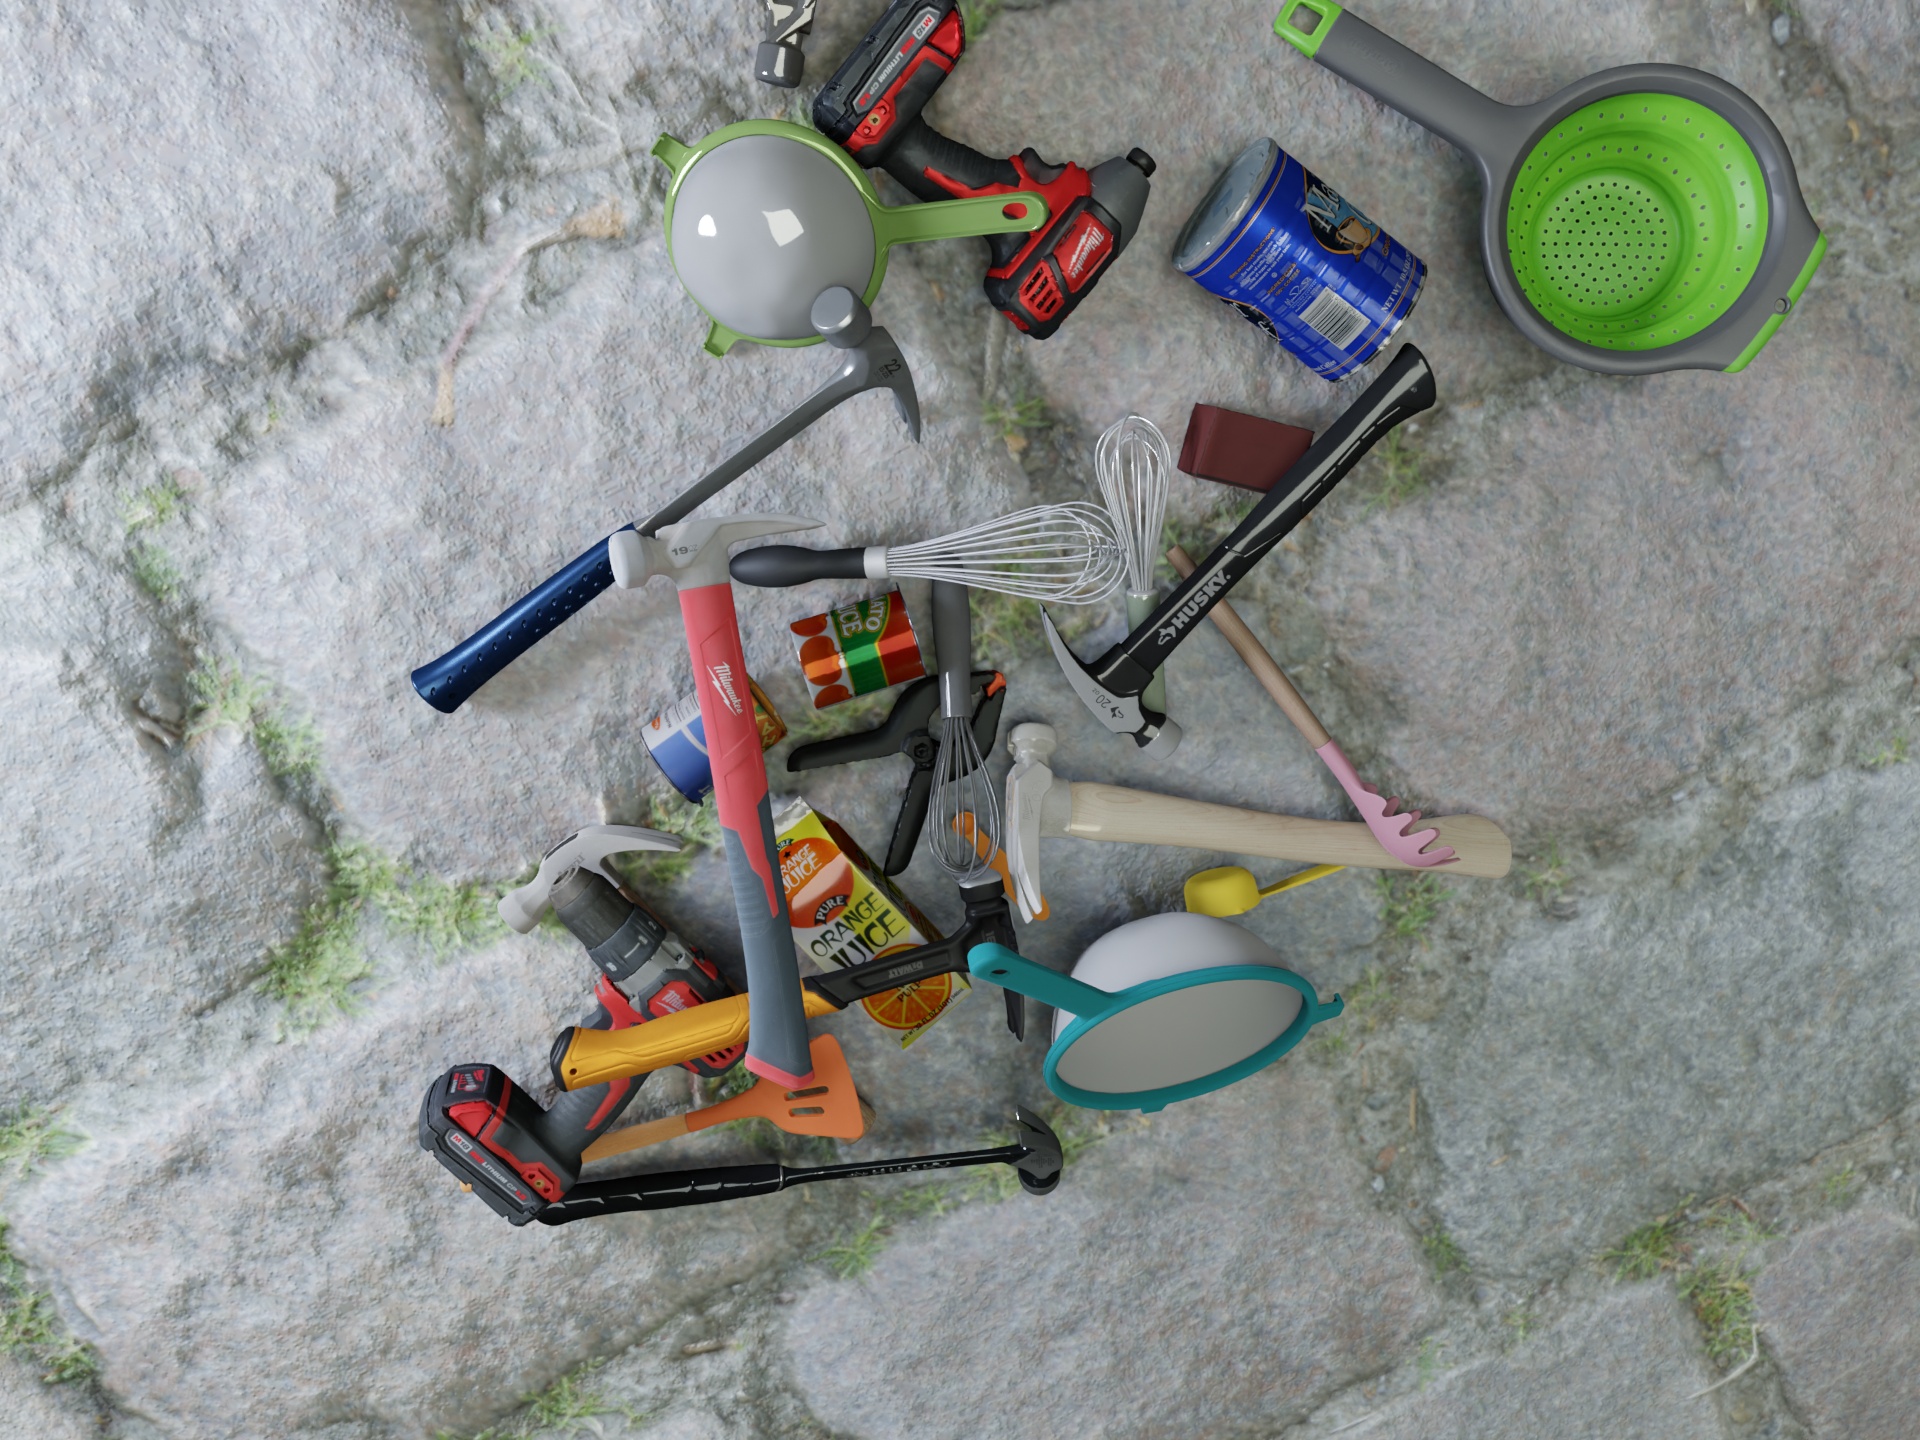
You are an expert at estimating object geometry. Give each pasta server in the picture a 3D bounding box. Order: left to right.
[{"bbox_3d":[0.260,-0.009,1.185,0.040,0.060,0.316,-38,95,11],"label":"pasta server"}]

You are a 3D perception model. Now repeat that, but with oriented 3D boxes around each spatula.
[{"bbox_3d":[-0.230,0.312,1.202,0.322,0.041,0.081,-17,90,5],"label":"spatula"}]

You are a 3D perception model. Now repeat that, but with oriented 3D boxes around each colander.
[{"bbox_3d":[0.391,-0.384,1.111,0.397,0.094,0.204,33,99,3],"label":"colander"}]

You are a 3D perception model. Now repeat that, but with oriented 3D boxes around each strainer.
[{"bbox_3d":[-0.074,-0.302,1.008,0.256,0.069,0.151,-2,125,13],"label":"strainer"},{"bbox_3d":[0.114,0.185,1.162,0.211,0.095,0.340,-36,138,26],"label":"strainer"}]

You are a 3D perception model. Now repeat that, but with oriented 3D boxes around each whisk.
[{"bbox_3d":[-0.025,-0.109,1.099,0.284,0.070,0.070,-2,107,13],"label":"whisk"},{"bbox_3d":[-0.002,-0.004,1.132,0.055,0.055,0.239,-2,82,-8],"label":"whisk"},{"bbox_3d":[0.133,-0.102,1.164,0.058,0.059,0.246,5,113,28],"label":"whisk"}]

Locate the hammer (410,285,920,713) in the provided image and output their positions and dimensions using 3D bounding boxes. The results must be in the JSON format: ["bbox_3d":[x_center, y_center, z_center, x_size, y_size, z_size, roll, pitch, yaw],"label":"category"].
[{"bbox_3d":[-0.203,-0.131,1.083,0.405,0.035,0.144,-35,152,9],"label":"hammer"}]

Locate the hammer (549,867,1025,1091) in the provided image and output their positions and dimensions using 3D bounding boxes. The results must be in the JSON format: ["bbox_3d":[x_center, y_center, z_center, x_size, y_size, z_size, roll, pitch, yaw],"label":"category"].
[{"bbox_3d":[-0.118,0.207,1.123,0.337,0.034,0.127,-14,102,-12],"label":"hammer"}]

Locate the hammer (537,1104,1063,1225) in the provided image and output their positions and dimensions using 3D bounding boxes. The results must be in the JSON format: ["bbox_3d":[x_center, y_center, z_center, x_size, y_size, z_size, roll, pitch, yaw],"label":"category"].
[{"bbox_3d":[-0.124,0.351,1.224,0.409,0.036,0.149,-6,149,-1],"label":"hammer"}]

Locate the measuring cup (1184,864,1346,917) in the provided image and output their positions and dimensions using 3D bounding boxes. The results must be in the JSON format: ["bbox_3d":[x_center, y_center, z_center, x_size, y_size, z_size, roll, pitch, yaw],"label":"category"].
[{"bbox_3d":[0.246,0.118,1.242,0.156,0.062,0.029,-17,97,-15],"label":"measuring cup"}]

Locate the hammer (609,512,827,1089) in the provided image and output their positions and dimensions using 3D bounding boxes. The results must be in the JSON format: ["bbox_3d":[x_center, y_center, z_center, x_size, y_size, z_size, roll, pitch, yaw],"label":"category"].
[{"bbox_3d":[-0.131,0.055,1.072,0.143,0.038,0.386,-12,96,-21],"label":"hammer"}]

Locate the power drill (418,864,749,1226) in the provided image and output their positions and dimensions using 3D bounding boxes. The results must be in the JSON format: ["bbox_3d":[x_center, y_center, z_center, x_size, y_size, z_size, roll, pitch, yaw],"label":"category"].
[{"bbox_3d":[-0.282,0.229,1.142,0.226,0.080,0.187,-40,108,1],"label":"power drill"}]

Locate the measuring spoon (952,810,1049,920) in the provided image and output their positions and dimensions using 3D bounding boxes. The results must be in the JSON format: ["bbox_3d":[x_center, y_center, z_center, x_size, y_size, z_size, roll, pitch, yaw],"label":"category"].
[{"bbox_3d":[0.032,0.112,1.225,0.021,0.011,0.116,-39,111,3],"label":"measuring spoon"}]

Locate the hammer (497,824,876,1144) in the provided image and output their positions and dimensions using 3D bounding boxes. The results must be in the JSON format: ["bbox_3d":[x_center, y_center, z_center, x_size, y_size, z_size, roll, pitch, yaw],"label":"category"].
[{"bbox_3d":[-0.183,0.206,1.205,0.130,0.031,0.331,-42,107,5],"label":"hammer"}]

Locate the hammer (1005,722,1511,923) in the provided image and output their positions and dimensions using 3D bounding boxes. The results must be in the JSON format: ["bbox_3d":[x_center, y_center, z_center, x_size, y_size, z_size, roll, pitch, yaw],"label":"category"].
[{"bbox_3d":[0.232,0.095,1.204,0.410,0.038,0.146,7,64,-15],"label":"hammer"}]

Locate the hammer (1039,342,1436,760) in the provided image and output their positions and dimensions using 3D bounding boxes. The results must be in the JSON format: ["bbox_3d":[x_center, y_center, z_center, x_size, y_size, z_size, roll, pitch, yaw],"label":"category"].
[{"bbox_3d":[0.201,-0.131,1.117,0.146,0.035,0.334,38,103,-21],"label":"hammer"}]

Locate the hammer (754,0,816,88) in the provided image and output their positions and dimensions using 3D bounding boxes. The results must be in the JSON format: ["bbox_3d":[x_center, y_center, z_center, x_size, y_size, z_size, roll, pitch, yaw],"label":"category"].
[{"bbox_3d":[-0.264,-0.508,0.993,0.359,0.037,0.149,7,104,-11],"label":"hammer"}]

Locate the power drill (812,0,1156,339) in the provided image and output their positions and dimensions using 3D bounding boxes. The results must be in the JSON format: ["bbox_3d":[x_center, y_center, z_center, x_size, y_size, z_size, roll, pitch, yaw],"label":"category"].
[{"bbox_3d":[0.021,-0.375,1.055,0.219,0.079,0.143,39,97,-19],"label":"power drill"}]
